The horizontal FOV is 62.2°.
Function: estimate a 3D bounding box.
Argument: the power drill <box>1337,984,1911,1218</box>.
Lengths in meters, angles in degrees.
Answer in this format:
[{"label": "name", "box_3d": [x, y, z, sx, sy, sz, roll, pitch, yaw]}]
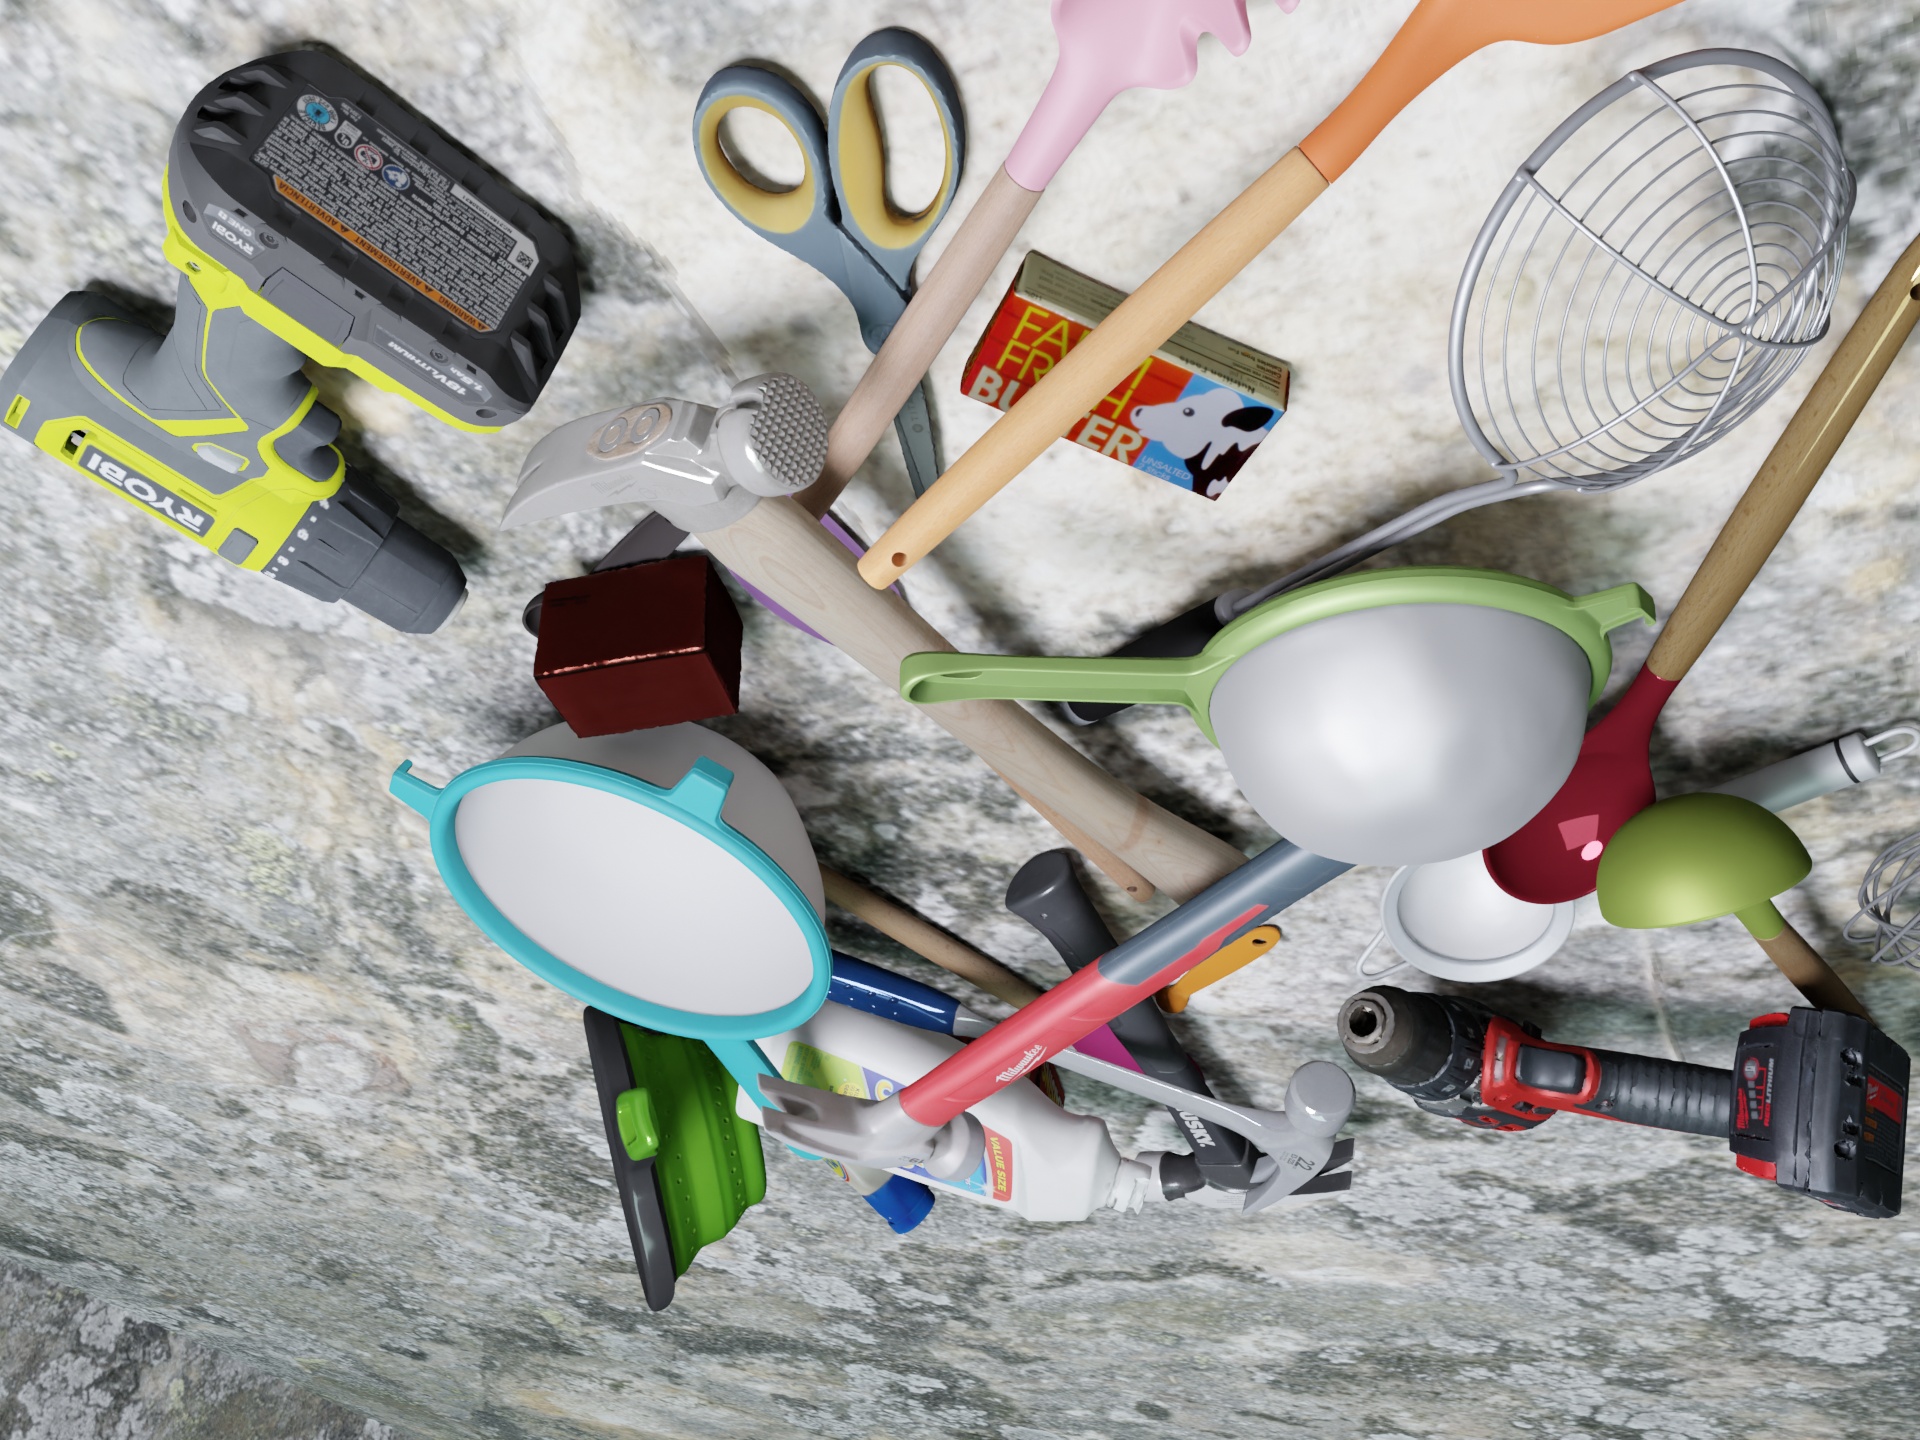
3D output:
[{"label": "power drill", "box_3d": [0.307, 0.169, 0.757, 0.227, 0.080, 0.187, 0, 161, 42]}]

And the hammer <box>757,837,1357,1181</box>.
[{"label": "hammer", "box_3d": [0.074, 0.111, 0.742, 0.143, 0.038, 0.386, 26, 126, -39]}]

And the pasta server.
[{"label": "pasta server", "box_3d": [0.006, -0.148, 0.503, 0.060, 0.040, 0.316, 25, 138, -17]}]

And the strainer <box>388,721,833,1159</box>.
[{"label": "strainer", "box_3d": [-0.129, 0.109, 0.844, 0.211, 0.095, 0.340, -1, 135, 26]}]

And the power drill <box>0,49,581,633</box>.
[{"label": "power drill", "box_3d": [-0.243, -0.123, 0.607, 0.190, 0.080, 0.228, 35, 142, -26]}]

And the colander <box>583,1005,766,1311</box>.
[{"label": "colander", "box_3d": [-0.170, 0.257, 1.000, 0.094, 0.205, 0.397, -12, 165, -17]}]

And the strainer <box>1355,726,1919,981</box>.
[{"label": "strainer", "box_3d": [0.287, 0.056, 0.701, 0.258, 0.050, 0.086, -30, 114, 36]}]

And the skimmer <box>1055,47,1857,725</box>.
[{"label": "skimmer", "box_3d": [0.136, -0.086, 0.565, 0.127, 0.090, 0.363, 8, 160, -27]}]

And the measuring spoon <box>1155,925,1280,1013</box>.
[{"label": "measuring spoon", "box_3d": [0.142, 0.140, 0.883, 0.021, 0.011, 0.117, 24, 143, -13]}]

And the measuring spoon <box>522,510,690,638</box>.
[{"label": "measuring spoon", "box_3d": [-0.152, -0.070, 0.702, 0.034, 0.018, 0.124, 25, 137, -36]}]

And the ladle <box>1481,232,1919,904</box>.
[{"label": "ladle", "box_3d": [0.266, -0.037, 0.577, 0.069, 0.031, 0.315, 6, 138, -4]}]

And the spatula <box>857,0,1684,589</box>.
[{"label": "spatula", "box_3d": [0.084, -0.139, 0.456, 0.081, 0.041, 0.322, 37, 115, -28]}]

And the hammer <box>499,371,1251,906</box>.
[{"label": "hammer", "box_3d": [0.000, -0.003, 0.670, 0.146, 0.038, 0.410, -4, 151, 39]}]

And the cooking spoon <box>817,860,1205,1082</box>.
[{"label": "cooking spoon", "box_3d": [0.027, 0.158, 0.939, 0.318, 0.017, 0.069, 34, 139, -27]}]

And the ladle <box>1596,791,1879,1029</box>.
[{"label": "ladle", "box_3d": [0.364, 0.110, 0.698, 0.078, 0.062, 0.319, -20, 143, 34]}]

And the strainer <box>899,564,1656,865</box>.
[{"label": "strainer", "box_3d": [0.106, 0.010, 0.567, 0.256, 0.069, 0.151, 2, 152, -3]}]

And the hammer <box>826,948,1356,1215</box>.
[{"label": "hammer", "box_3d": [0.008, 0.176, 0.896, 0.405, 0.035, 0.144, 17, 143, 12]}]

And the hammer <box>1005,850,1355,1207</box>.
[{"label": "hammer", "box_3d": [0.116, 0.187, 0.914, 0.146, 0.035, 0.334, -9, 133, 29]}]

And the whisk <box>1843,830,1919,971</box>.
[{"label": "whisk", "box_3d": [0.423, 0.027, 0.614, 0.055, 0.055, 0.238, 14, 140, 0]}]

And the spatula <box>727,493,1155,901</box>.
[{"label": "spatula", "box_3d": [-0.001, -0.002, 0.734, 0.060, 0.018, 0.315, -24, 129, 31]}]
